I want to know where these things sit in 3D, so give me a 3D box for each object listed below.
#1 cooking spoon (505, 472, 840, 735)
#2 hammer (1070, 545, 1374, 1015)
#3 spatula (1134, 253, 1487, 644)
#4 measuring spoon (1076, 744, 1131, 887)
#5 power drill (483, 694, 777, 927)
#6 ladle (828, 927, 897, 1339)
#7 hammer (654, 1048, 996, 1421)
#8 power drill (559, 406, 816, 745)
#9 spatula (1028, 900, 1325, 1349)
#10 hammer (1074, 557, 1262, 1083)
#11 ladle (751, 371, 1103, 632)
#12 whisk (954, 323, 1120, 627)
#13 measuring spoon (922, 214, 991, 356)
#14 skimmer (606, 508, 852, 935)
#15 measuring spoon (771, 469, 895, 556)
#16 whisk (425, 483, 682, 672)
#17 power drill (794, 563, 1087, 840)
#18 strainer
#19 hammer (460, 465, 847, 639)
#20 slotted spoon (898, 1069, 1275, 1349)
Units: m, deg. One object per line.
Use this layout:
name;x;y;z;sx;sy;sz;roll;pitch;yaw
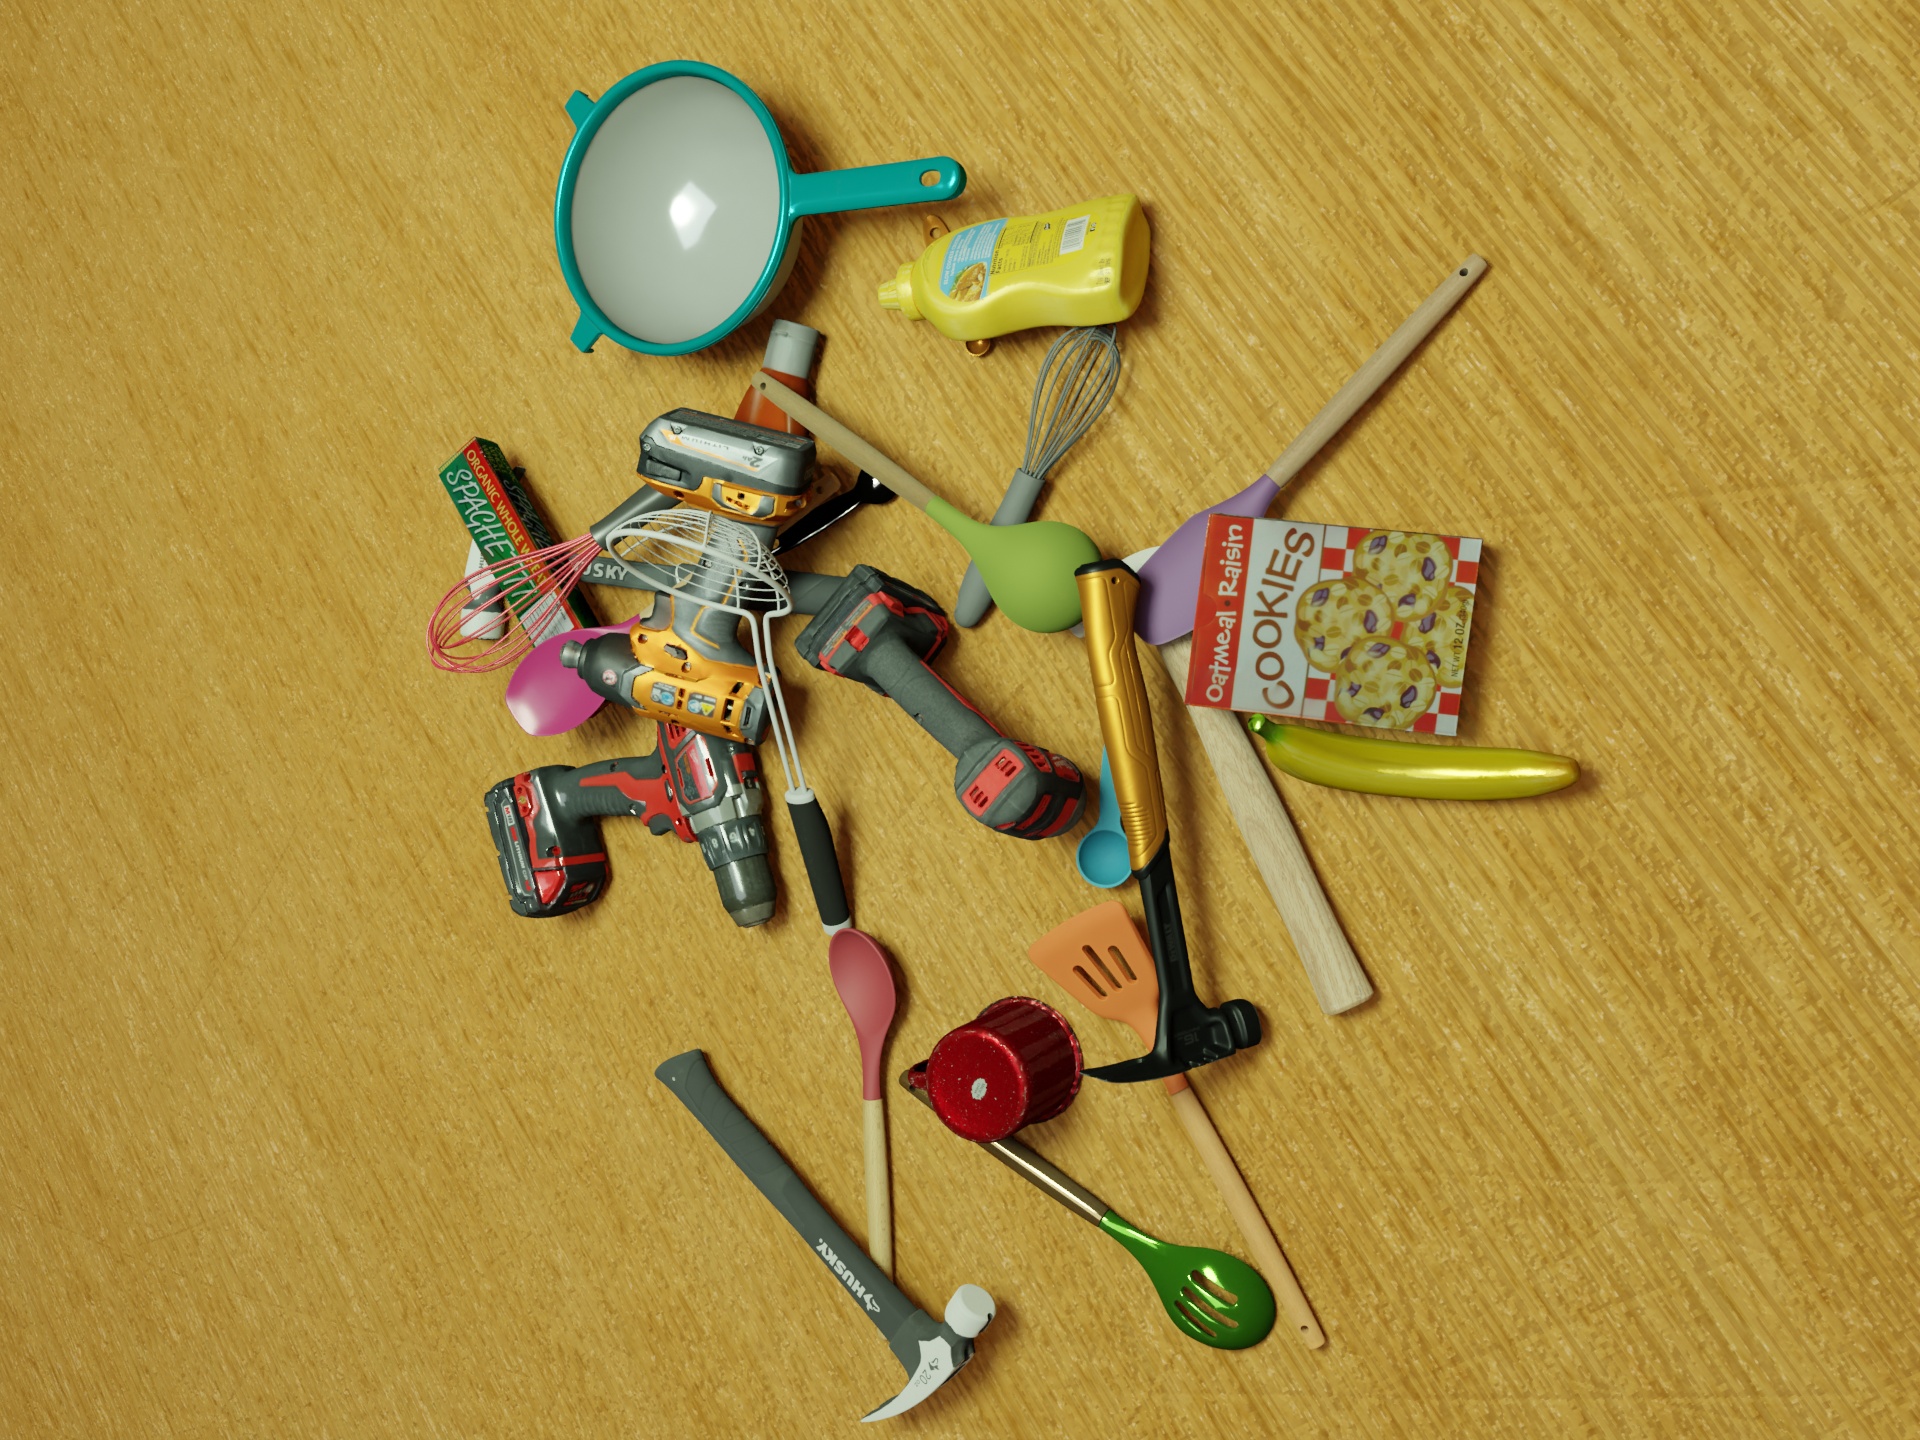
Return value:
cooking spoon;-0.219;-0.090;1.208;0.319;0.017;0.069;-35;89;13
hammer;0.189;0.035;1.056;0.130;0.031;0.331;-29;79;25
spatula;0.220;-0.172;1.021;0.316;0.018;0.060;-48;69;12
measuring spoon;0.109;0.053;1.109;0.042;0.021;0.128;6;85;22
power drill;-0.251;0.093;1.258;0.226;0.080;0.188;-20;82;23
ladle;-0.065;0.310;1.195;0.069;0.031;0.315;0;94;46
hammer;-0.123;0.375;1.209;0.335;0.035;0.146;41;117;25
power drill;-0.198;-0.105;1.152;0.164;0.084;0.226;14;108;1
spatula;0.157;0.275;1.075;0.081;0.041;0.323;-33;78;23
hammer;0.112;0.064;1.031;0.034;0.127;0.337;-5;96;64
ladle;-0.031;-0.165;1.119;0.320;0.062;0.078;38;116;25
whisk;0.051;-0.169;1.112;0.055;0.055;0.239;33;110;22
measuring spoon;-0.003;-0.316;1.155;0.021;0.011;0.117;-23;78;12
skimmer;-0.144;0.016;1.105;0.127;0.090;0.363;8;124;33
measuring spoon;-0.101;-0.157;1.186;0.124;0.018;0.034;-30;68;10
whisk;-0.291;-0.127;1.215;0.296;0.073;0.073;-34;77;10
power drill;-0.002;-0.004;1.097;0.078;0.143;0.220;-49;65;11
strainer;-0.138;-0.375;1.174;0.340;0.095;0.211;2;95;25
hammer;-0.232;-0.117;1.262;0.409;0.036;0.149;9;95;26
slotted spoon;0.079;0.339;1.124;0.314;0.031;0.070;31;107;24
